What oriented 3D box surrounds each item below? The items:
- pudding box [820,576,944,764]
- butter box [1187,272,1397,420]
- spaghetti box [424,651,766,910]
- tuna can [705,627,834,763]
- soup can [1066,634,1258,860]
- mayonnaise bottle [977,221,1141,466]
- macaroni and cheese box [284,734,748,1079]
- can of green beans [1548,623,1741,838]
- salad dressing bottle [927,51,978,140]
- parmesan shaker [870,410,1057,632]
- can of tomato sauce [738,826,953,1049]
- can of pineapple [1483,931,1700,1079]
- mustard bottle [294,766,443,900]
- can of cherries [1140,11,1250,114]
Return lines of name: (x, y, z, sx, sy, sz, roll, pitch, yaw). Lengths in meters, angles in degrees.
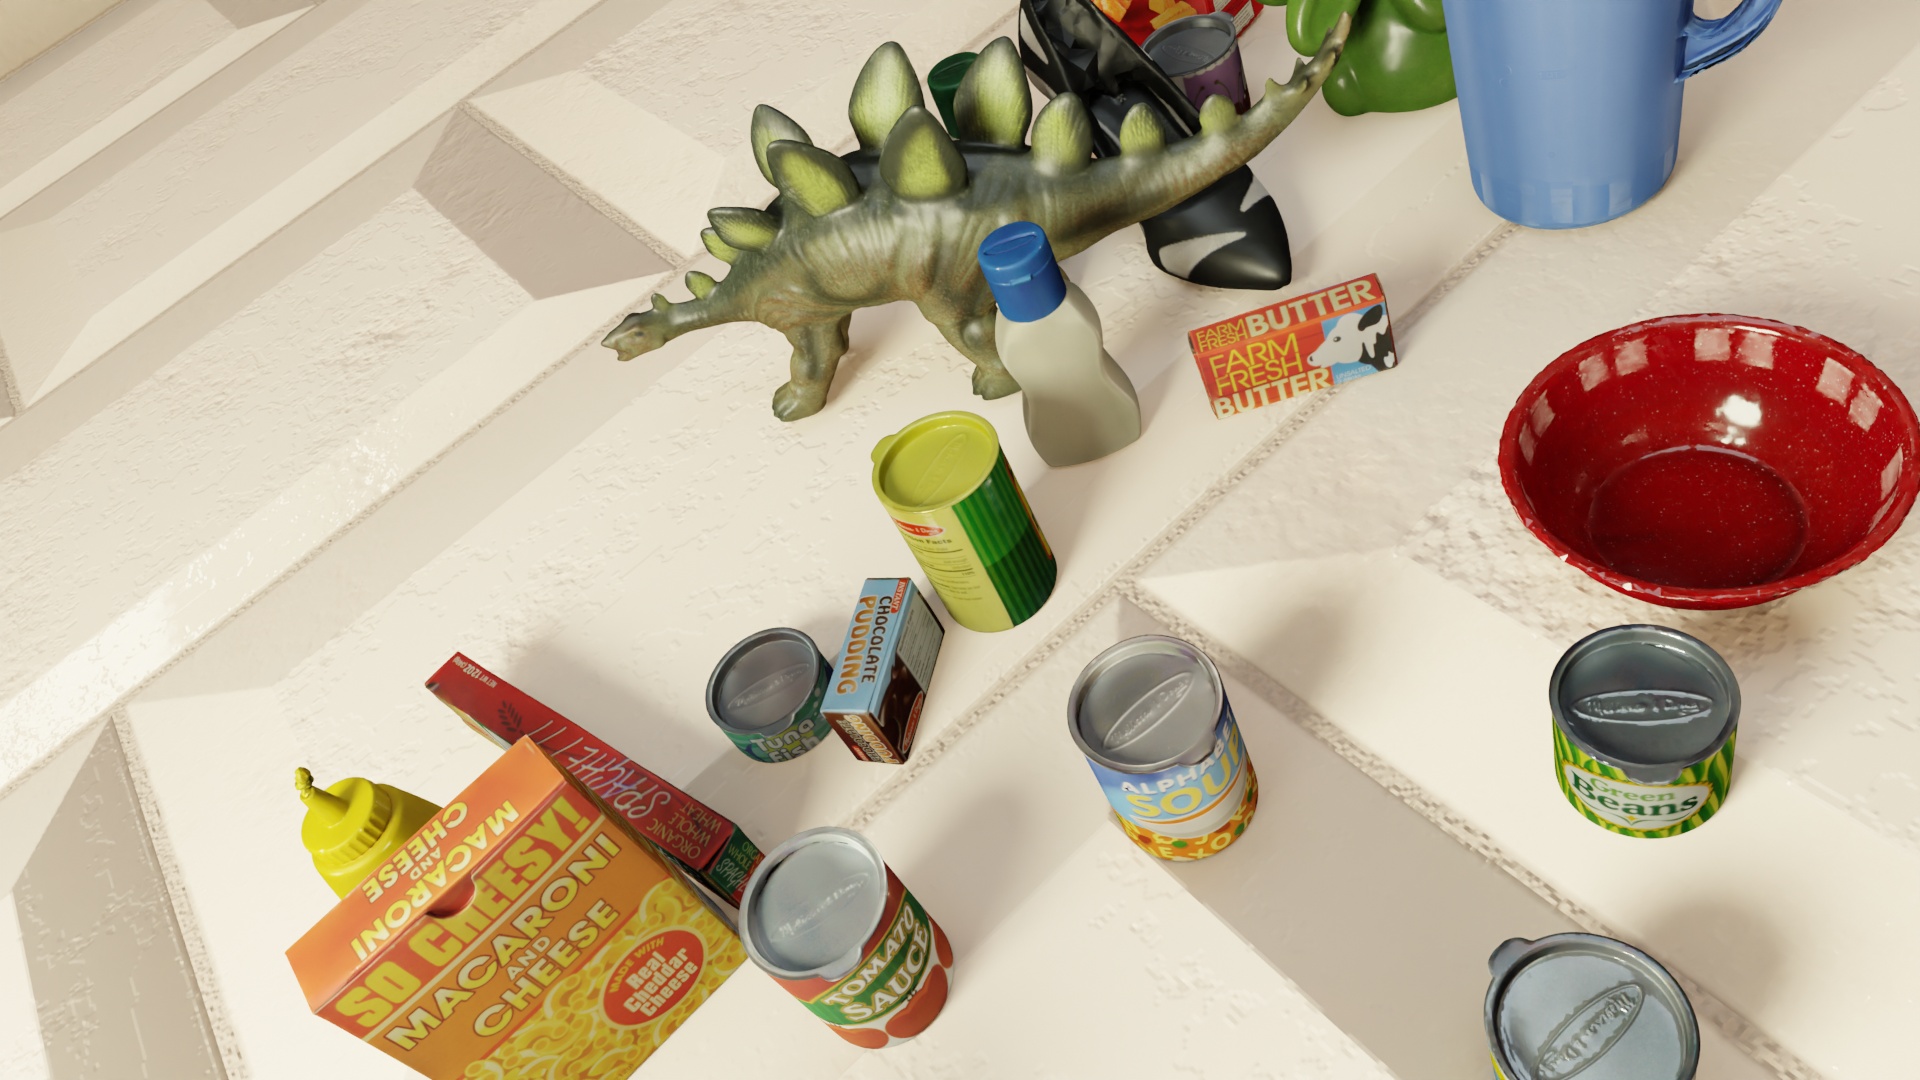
pudding box: (-0.038, 0.065, 0.707, 0.030, 0.049, 0.084, -2, 51, 24)
butter box: (0.179, -0.103, 0.748, 0.103, 0.053, 0.024, -16, 47, 12)
spaghetti box: (-0.194, 0.122, 0.730, 0.250, 0.050, 0.029, 21, 63, 37)
tuna can: (-0.097, 0.083, 0.730, 0.071, 0.032, 0.071, -13, 48, 15)
soup can: (0.091, 0.093, 0.599, 0.071, 0.083, 0.072, -13, 48, 15)
mayonnaise bottle: (0.050, -0.103, 0.742, 0.065, 0.147, 0.041, -18, 47, 11)
macaroni and cheese box: (-0.178, 0.176, 0.595, 0.124, 0.165, 0.040, -44, 47, -14)
can of green beans: (0.269, 0.076, 0.548, 0.071, 0.057, 0.071, -13, 48, 15)
salad dressing bottle: (0.021, -0.232, 0.867, 0.064, 0.147, 0.044, -19, 46, 9)
parmesan shaker: (0.003, -0.009, 0.714, 0.071, 0.102, 0.072, -13, 48, 15)
can of tomato sauce: (-0.045, 0.173, 0.594, 0.071, 0.082, 0.071, -13, 48, 15)
can of pineapple: (0.219, 0.178, 0.484, 0.071, 0.057, 0.071, -13, 48, 15)
mustard bottle: (-0.265, 0.154, 0.660, 0.065, 0.159, 0.049, -23, 46, 6)
can of cherries: (0.160, -0.310, 0.931, 0.071, 0.058, 0.072, -13, 48, 15)
